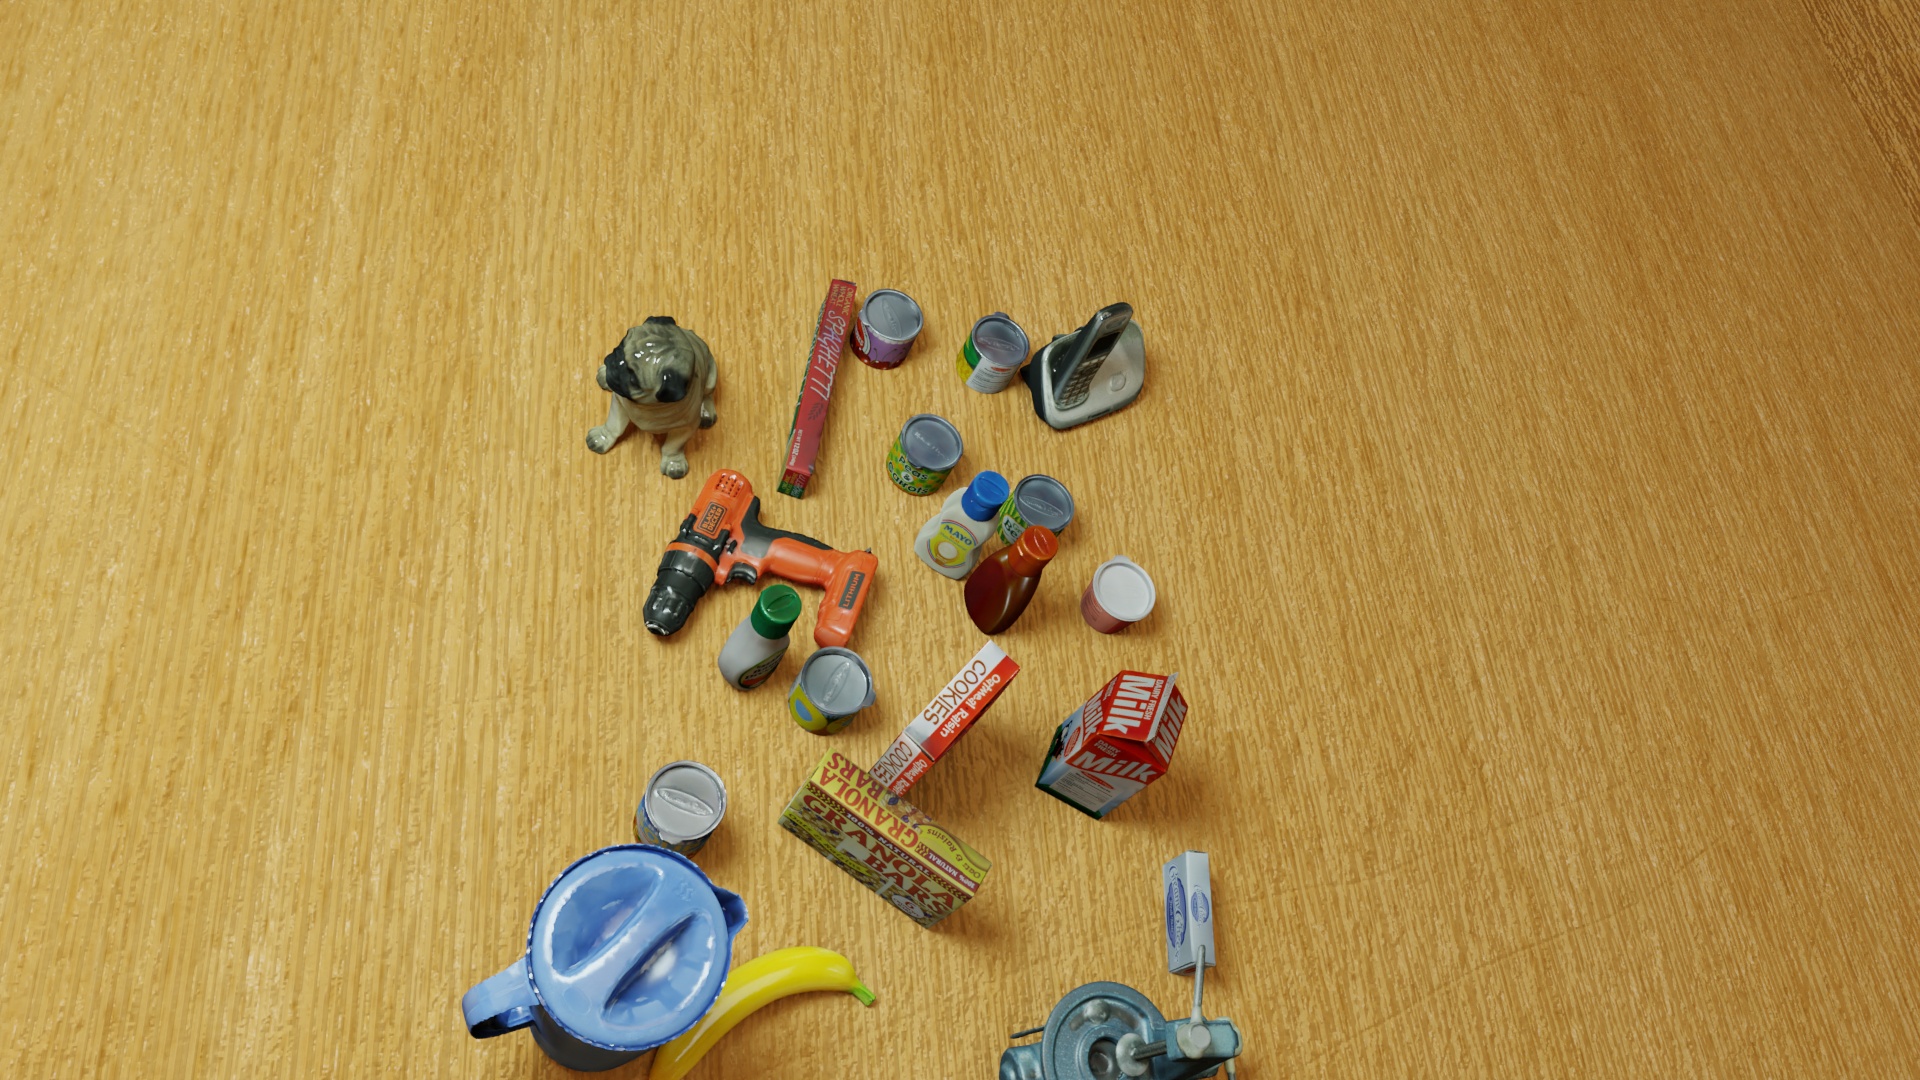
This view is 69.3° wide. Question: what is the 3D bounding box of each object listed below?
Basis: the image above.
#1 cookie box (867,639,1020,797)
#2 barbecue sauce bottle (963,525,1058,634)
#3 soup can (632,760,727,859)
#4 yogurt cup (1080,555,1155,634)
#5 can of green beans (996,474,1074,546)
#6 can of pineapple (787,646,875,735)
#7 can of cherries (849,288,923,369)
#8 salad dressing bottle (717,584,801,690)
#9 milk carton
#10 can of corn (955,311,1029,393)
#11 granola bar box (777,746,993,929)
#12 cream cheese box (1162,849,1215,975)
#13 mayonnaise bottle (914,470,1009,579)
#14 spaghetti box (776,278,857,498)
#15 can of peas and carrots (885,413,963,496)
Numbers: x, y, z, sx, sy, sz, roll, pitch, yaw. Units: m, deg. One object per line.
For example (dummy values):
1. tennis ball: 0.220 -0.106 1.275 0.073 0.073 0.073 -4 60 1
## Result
1. cookie box: -0.023 0.168 1.218 0.040 0.166 0.123 43 57 4
2. barbecue sauce bottle: 0.049 0.034 1.330 0.044 0.147 0.065 -12 68 -26
3. soup can: -0.235 0.229 1.152 0.071 0.083 0.071 9 60 -17
4. yogurt cup: 0.157 0.060 1.415 0.072 0.053 0.073 9 60 -17
5. can of green beans: 0.076 -0.026 1.428 0.071 0.057 0.071 9 60 -17
6. can of pineapple: -0.118 0.139 1.262 0.071 0.057 0.071 9 60 -17
7. can of cherries: -0.082 -0.224 1.475 0.071 0.058 0.072 9 60 -17
8. salad dressing bottle: -0.174 0.085 1.216 0.064 0.147 0.044 -29 77 -31
9. milk carton: 0.144 0.182 1.262 0.073 0.189 0.073 29 57 -4
10. can of corn: 0.034 -0.204 1.509 0.071 0.058 0.071 9 60 -17
11. granola bar box: -0.068 0.256 1.178 0.165 0.123 0.039 36 56 0
12. cream cheese box: 0.210 0.344 1.281 0.024 0.053 0.104 10 60 -16
13. mayonnaise bottle: 0.005 -0.017 1.341 0.065 0.147 0.041 34 56 -1
14. spaghetti box: -0.146 -0.160 1.420 0.029 0.050 0.251 17 58 -12
15. can of peas and carrots: -0.039 -0.085 1.415 0.071 0.058 0.071 9 60 -17
